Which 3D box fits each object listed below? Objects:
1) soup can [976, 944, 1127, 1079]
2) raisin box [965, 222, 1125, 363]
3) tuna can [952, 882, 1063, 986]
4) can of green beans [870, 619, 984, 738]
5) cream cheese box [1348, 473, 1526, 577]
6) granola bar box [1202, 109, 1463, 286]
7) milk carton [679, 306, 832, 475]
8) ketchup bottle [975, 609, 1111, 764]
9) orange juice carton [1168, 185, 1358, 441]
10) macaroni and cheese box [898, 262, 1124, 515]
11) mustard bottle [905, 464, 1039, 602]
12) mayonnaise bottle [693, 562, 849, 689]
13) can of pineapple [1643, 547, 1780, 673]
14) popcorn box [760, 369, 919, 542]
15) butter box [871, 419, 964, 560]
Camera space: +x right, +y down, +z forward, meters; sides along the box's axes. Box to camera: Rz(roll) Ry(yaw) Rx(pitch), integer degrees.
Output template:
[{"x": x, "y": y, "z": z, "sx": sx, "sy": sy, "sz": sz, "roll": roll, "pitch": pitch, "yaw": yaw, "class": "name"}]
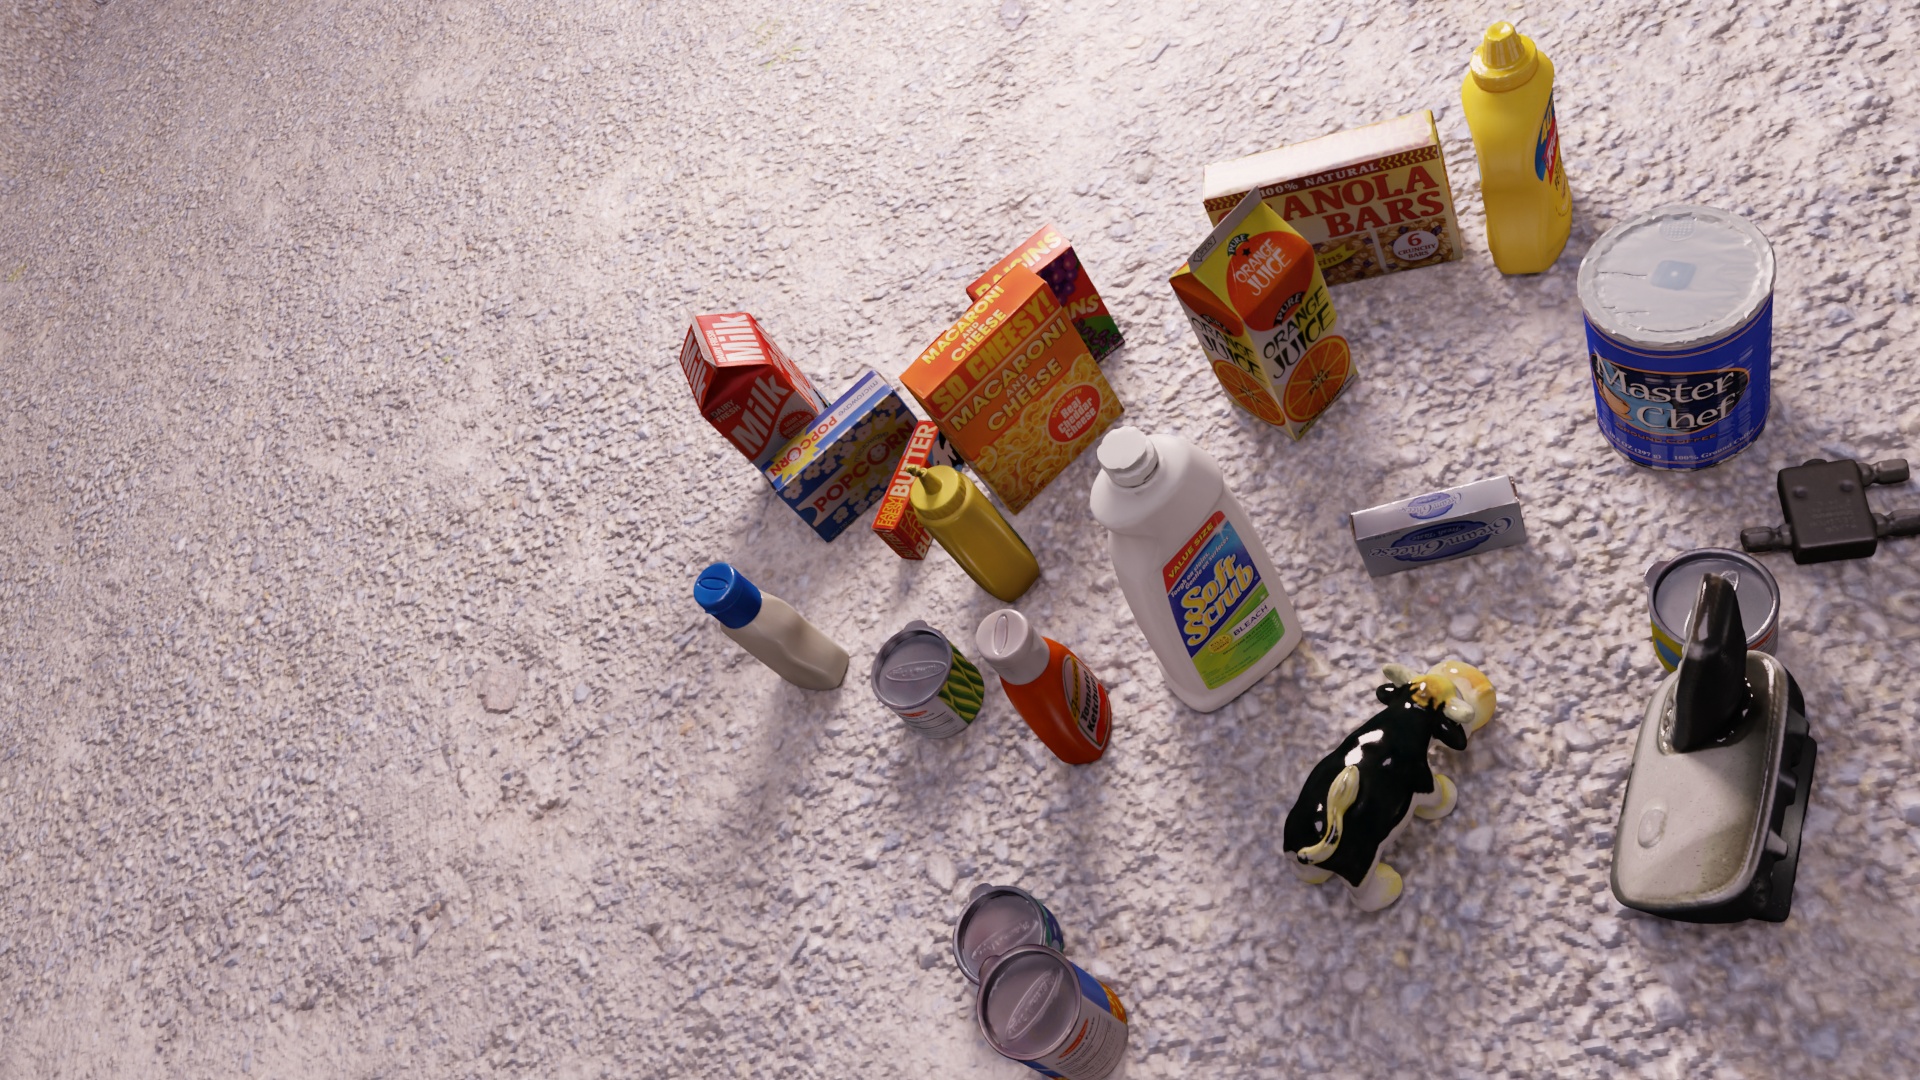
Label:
[{"x": 0.055, "y": 0.286, "z": 0.839, "sx": 0.071, "sy": 0.083, "sz": 0.071, "roll": -14, "pitch": 55, "yaw": 21, "class": "soup can"}, {"x": 0.069, "y": -0.180, "z": 1.104, "sx": 0.086, "sy": 0.123, "sz": 0.040, "roll": -37, "pitch": 50, "yaw": 3, "class": "raisin box"}, {"x": 0.030, "y": 0.259, "z": 0.903, "sx": 0.071, "sy": 0.032, "sz": 0.071, "roll": -14, "pitch": 55, "yaw": 21, "class": "tuna can"}, {"x": -0.023, "y": 0.104, "z": 1.015, "sx": 0.071, "sy": 0.057, "sz": 0.071, "roll": -14, "pitch": 55, "yaw": 21, "class": "can of green beans"}, {"x": 0.312, "y": -0.009, "z": 0.907, "sx": 0.103, "sy": 0.053, "sz": 0.024, "roll": -15, "pitch": 55, "yaw": 20, "class": "cream cheese box"}, {"x": 0.277, "y": -0.244, "z": 1.031, "sx": 0.165, "sy": 0.124, "sz": 0.039, "roll": -9, "pitch": 57, "yaw": 24, "class": "granola bar box"}, {"x": -0.166, "y": -0.117, "z": 1.149, "sx": 0.073, "sy": 0.190, "sz": 0.072, "roll": -34, "pitch": 50, "yaw": 6, "class": "milk carton"}, {"x": 0.055, "y": 0.094, "z": 0.919, "sx": 0.043, "sy": 0.148, "sz": 0.065, "roll": -9, "pitch": 57, "yaw": 24, "class": "ketchup bottle"}, {"x": 0.209, "y": -0.160, "z": 0.969, "sx": 0.072, "sy": 0.192, "sz": 0.073, "roll": -47, "pitch": 50, "yaw": -4, "class": "orange juice carton"}, {"x": 0.041, "y": -0.110, "z": 1.047, "sx": 0.124, "sy": 0.166, "sz": 0.040, "roll": -44, "pitch": 50, "yaw": -3, "class": "macaroni and cheese box"}, {"x": 0.004, "y": -0.013, "z": 1.009, "sx": 0.049, "sy": 0.159, "sz": 0.065, "roll": -45, "pitch": 50, "yaw": -3, "class": "mustard bottle"}, {"x": -0.145, "y": 0.066, "z": 1.048, "sx": 0.065, "sy": 0.147, "sz": 0.041, "roll": 5, "pitch": 64, "yaw": 31, "class": "mayonnaise bottle"}, {"x": 0.434, "y": 0.045, "z": 0.803, "sx": 0.071, "sy": 0.057, "sz": 0.071, "roll": -14, "pitch": 55, "yaw": 21, "class": "can of pineapple"}, {"x": -0.090, "y": -0.069, "z": 1.146, "sx": 0.127, "sy": 0.085, "sz": 0.038, "roll": -41, "pitch": 50, "yaw": 0, "class": "popcorn box"}, {"x": -0.032, "y": -0.040, "z": 1.116, "sx": 0.024, "sy": 0.053, "sz": 0.104, "roll": 9, "pitch": 65, "yaw": 33, "class": "butter box"}]
